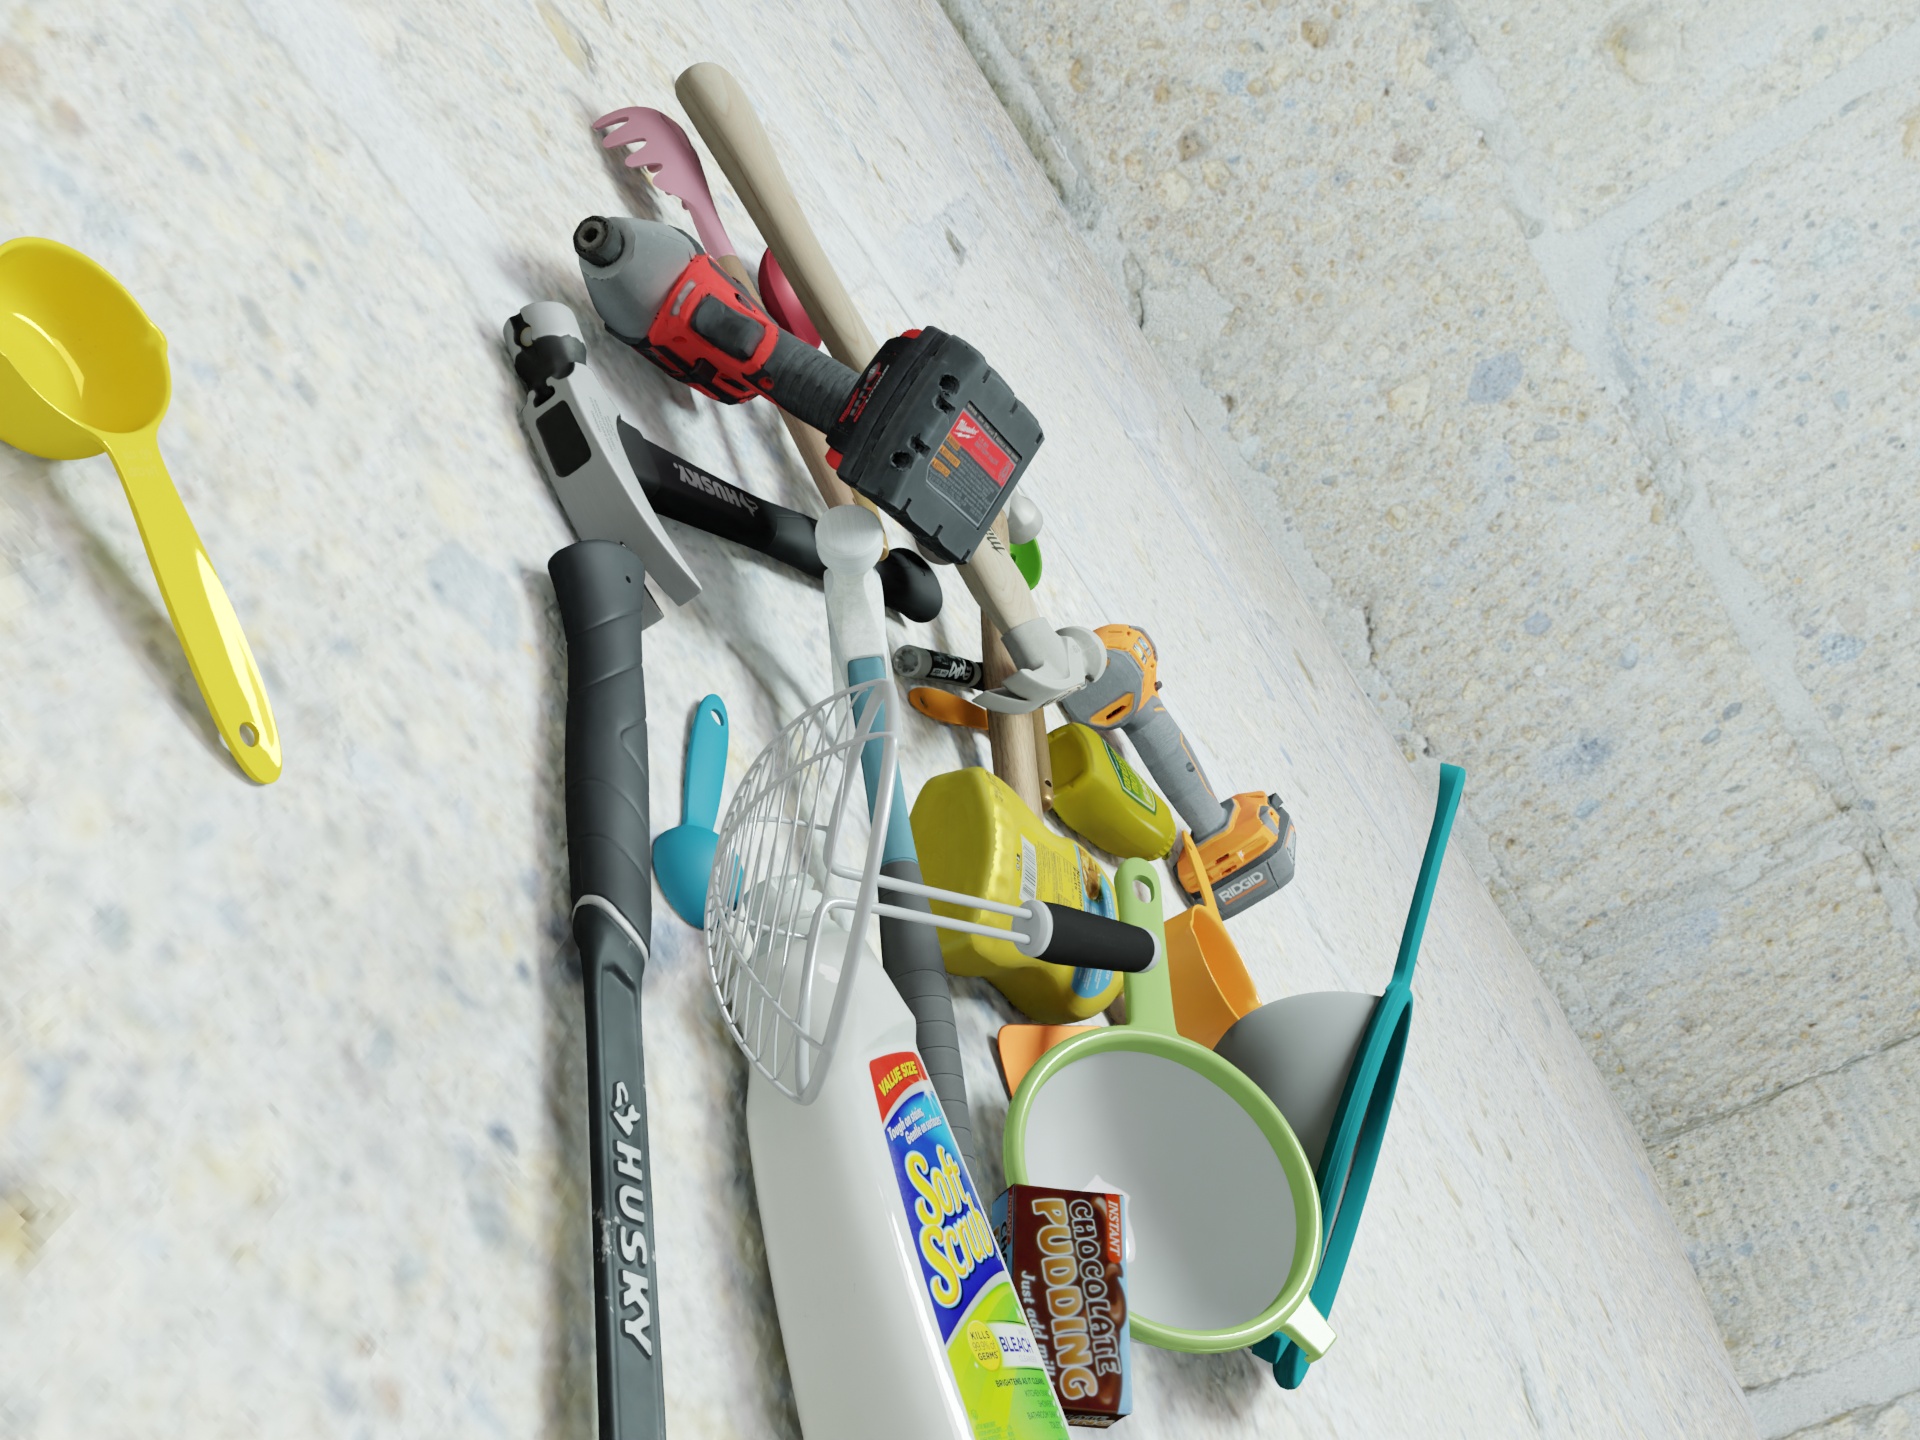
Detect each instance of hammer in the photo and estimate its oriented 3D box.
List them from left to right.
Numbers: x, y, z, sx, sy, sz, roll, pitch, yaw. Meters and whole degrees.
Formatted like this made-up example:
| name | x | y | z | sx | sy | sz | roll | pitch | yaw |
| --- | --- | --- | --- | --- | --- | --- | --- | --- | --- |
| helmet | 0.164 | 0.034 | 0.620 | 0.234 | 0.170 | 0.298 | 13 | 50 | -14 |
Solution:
| name | x | y | z | sx | sy | sz | roll | pitch | yaw |
| --- | --- | --- | --- | --- | --- | --- | --- | --- | --- |
| hammer | -0.107 | 0.087 | 0.509 | 0.149 | 0.036 | 0.409 | 43 | 25 | -44 |
| hammer | -0.092 | -0.092 | 0.804 | 0.334 | 0.035 | 0.146 | 16 | 46 | -64 |
| hammer | -0.051 | -0.188 | 0.880 | 0.411 | 0.038 | 0.146 | 60 | 22 | 5 |
| hammer | -0.025 | 0.077 | 0.673 | 0.128 | 0.033 | 0.331 | 91 | -11 | -60 |
| hammer | 0.025 | -0.045 | 0.966 | 0.129 | 0.031 | 0.332 | 48 | 29 | -48 |

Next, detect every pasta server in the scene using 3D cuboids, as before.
| name | x | y | z | sx | sy | sz | roll | pitch | yaw |
| --- | --- | --- | --- | --- | --- | --- | --- | --- | --- |
| pasta server | -0.125 | -0.227 | 0.878 | 0.060 | 0.040 | 0.316 | 21 | 39 | -63 |

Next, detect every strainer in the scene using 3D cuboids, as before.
| name | x | y | z | sx | sy | sz | roll | pitch | yaw |
| --- | --- | --- | --- | --- | --- | --- | --- | --- | --- |
| strainer | 0.081 | 0.181 | 0.750 | 0.151 | 0.069 | 0.257 | 15 | 43 | -13 |
| strainer | 0.185 | 0.170 | 0.849 | 0.210 | 0.095 | 0.340 | 56 | 52 | -63 |

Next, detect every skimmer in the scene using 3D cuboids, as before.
| name | x | y | z | sx | sy | sz | roll | pitch | yaw |
| --- | --- | --- | --- | --- | --- | --- | --- | --- | --- |
| skimmer | 0.025 | 0.077 | 0.588 | 0.363 | 0.090 | 0.127 | 23 | 75 | -59 |

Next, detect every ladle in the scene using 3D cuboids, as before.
| name | x | y | z | sx | sy | sz | roll | pitch | yaw |
| --- | --- | --- | --- | --- | --- | --- | --- | --- | --- |
| ladle | -0.081 | -0.191 | 0.935 | 0.069 | 0.031 | 0.316 | 50 | 14 | -44 |

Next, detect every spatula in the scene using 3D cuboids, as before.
| name | x | y | z | sx | sy | sz | roll | pitch | yaw |
| --- | --- | --- | --- | --- | --- | --- | --- | --- | --- |
| spatula | 0.116 | 0.198 | 0.884 | 0.322 | 0.041 | 0.081 | 17 | 49 | -61 |

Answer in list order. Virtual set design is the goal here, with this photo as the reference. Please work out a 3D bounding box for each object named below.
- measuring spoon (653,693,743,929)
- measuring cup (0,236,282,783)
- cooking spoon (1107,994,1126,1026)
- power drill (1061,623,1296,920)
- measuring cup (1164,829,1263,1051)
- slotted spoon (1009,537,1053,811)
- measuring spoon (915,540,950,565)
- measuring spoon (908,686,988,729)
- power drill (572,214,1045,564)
| name | x | y | z | sx | sy | sz | roll | pitch | yaw |
| --- | --- | --- | --- | --- | --- | --- | --- | --- | --- |
| measuring spoon | -0.097 | 0.028 | 0.635 | 0.042 | 0.021 | 0.129 | 47 | 25 | -33 |
| measuring cup | -0.228 | -0.052 | 0.434 | 0.062 | 0.029 | 0.156 | -44 | 115 | -70 |
| cooking spoon | 0.124 | 0.219 | 0.923 | 0.319 | 0.017 | 0.069 | 60 | 20 | -1 |
| power drill | 0.164 | 0.025 | 1.215 | 0.226 | 0.084 | 0.164 | 54 | 19 | -5 |
| measuring cup | 0.145 | 0.141 | 1.040 | 0.095 | 0.052 | 0.174 | 48 | 21 | -32 |
| slotted spoon | 0.038 | -0.049 | 1.067 | 0.070 | 0.031 | 0.314 | 29 | 32 | -26 |
| measuring spoon | -0.041 | -0.140 | 0.923 | 0.124 | 0.018 | 0.034 | 56 | 19 | -18 |
| measuring spoon | -0.002 | -0.003 | 0.946 | 0.116 | 0.011 | 0.021 | 16 | 50 | -59 |
| power drill | -0.080 | -0.167 | 0.748 | 0.220 | 0.078 | 0.143 | 32 | 1 | 24 |
